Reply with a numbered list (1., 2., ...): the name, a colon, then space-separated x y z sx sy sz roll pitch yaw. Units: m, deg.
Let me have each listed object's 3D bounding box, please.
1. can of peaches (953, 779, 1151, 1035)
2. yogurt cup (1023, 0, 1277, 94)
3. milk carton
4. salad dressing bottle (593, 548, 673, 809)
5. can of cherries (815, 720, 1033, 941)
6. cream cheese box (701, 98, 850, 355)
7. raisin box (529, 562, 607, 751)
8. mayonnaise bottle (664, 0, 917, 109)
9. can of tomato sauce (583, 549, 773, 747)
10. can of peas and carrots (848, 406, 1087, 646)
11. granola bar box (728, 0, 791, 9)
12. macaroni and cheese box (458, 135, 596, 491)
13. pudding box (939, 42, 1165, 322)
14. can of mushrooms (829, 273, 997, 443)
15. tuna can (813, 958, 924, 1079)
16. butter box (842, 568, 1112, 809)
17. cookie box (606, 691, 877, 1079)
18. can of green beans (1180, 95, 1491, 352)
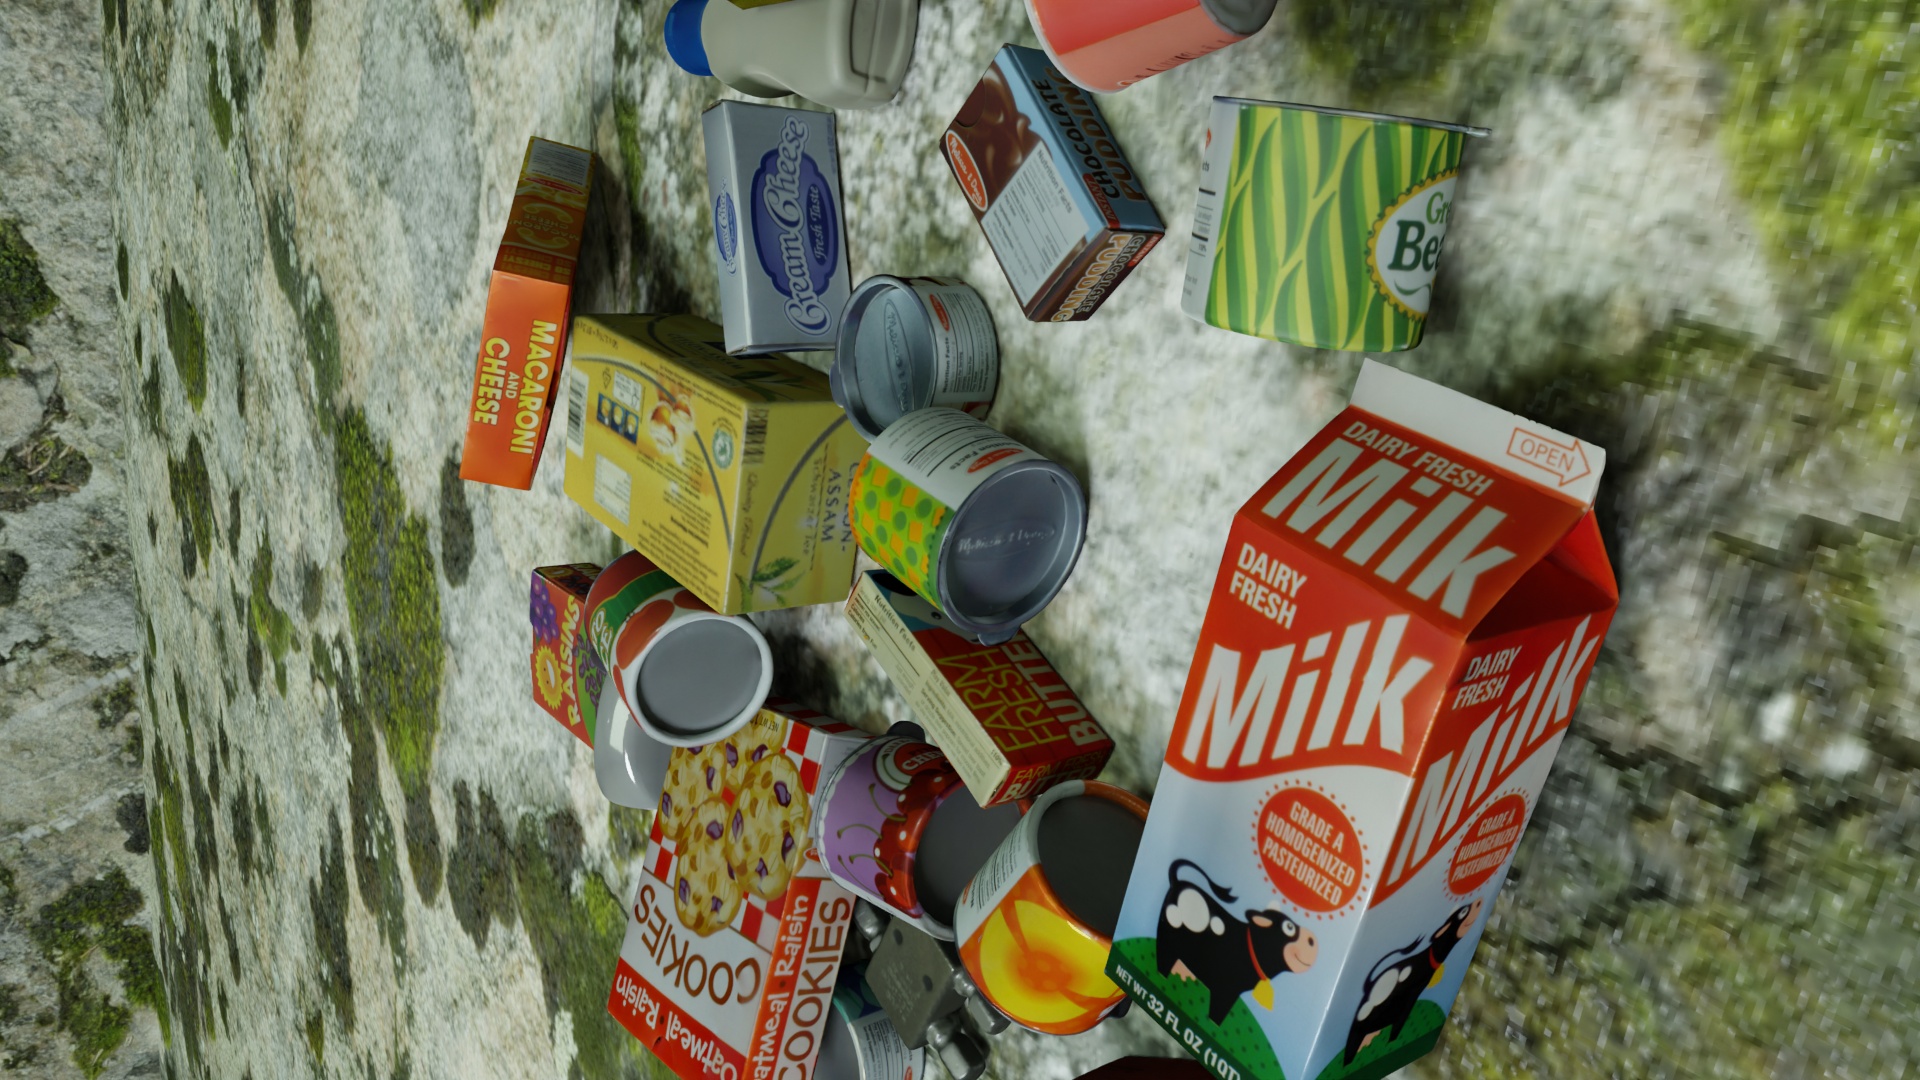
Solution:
1. can of peaches: 0.041 0.125 0.472 0.071 0.071 0.057 57 134 29
2. yogurt cup: 0.058 -0.170 0.408 0.054 0.072 0.072 3 98 43
3. milk carton: 0.107 0.052 0.369 0.072 0.073 0.189 33 120 44
4. salad dressing bottle: -0.154 0.061 0.713 0.044 0.064 0.147 9 94 32
5. can of cherries: -0.012 0.110 0.534 0.058 0.072 0.071 10 104 50
6. cream cheese box: -0.076 -0.131 0.588 0.024 0.053 0.103 -3 93 54
7. raisin box: -0.204 0.069 0.789 0.123 0.040 0.086 21 112 49
8. mayonnaise bottle: -0.076 -0.216 0.586 0.148 0.041 0.064 22 105 49
9. can of tomato sauce: -0.130 0.048 0.630 0.083 0.071 0.071 36 123 57
10. can of peas and carrots: 0.002 -0.006 0.499 0.059 0.071 0.070 34 121 45
11. granola bar box: -0.028 -0.259 0.489 0.165 0.039 0.124 17 87 49
12. macaroni and cheese box: -0.228 -0.124 0.738 0.167 0.040 0.123 -104 30 -52
13. pudding box: 0.029 -0.122 0.476 0.049 0.030 0.084 -48 59 45
14. can of mushrooms: -0.019 -0.070 0.542 0.071 0.033 0.071 12 105 50
15. tuna can: -0.050 0.225 0.625 0.071 0.033 0.071 10 103 50
16. butter box: 0.005 0.051 0.514 0.104 0.053 0.024 50 129 34
17. cookie box: -0.100 0.157 0.633 0.123 0.040 0.167 11 86 50
18. can of green beans: 0.095 -0.085 0.370 0.071 0.071 0.057 27 116 46
